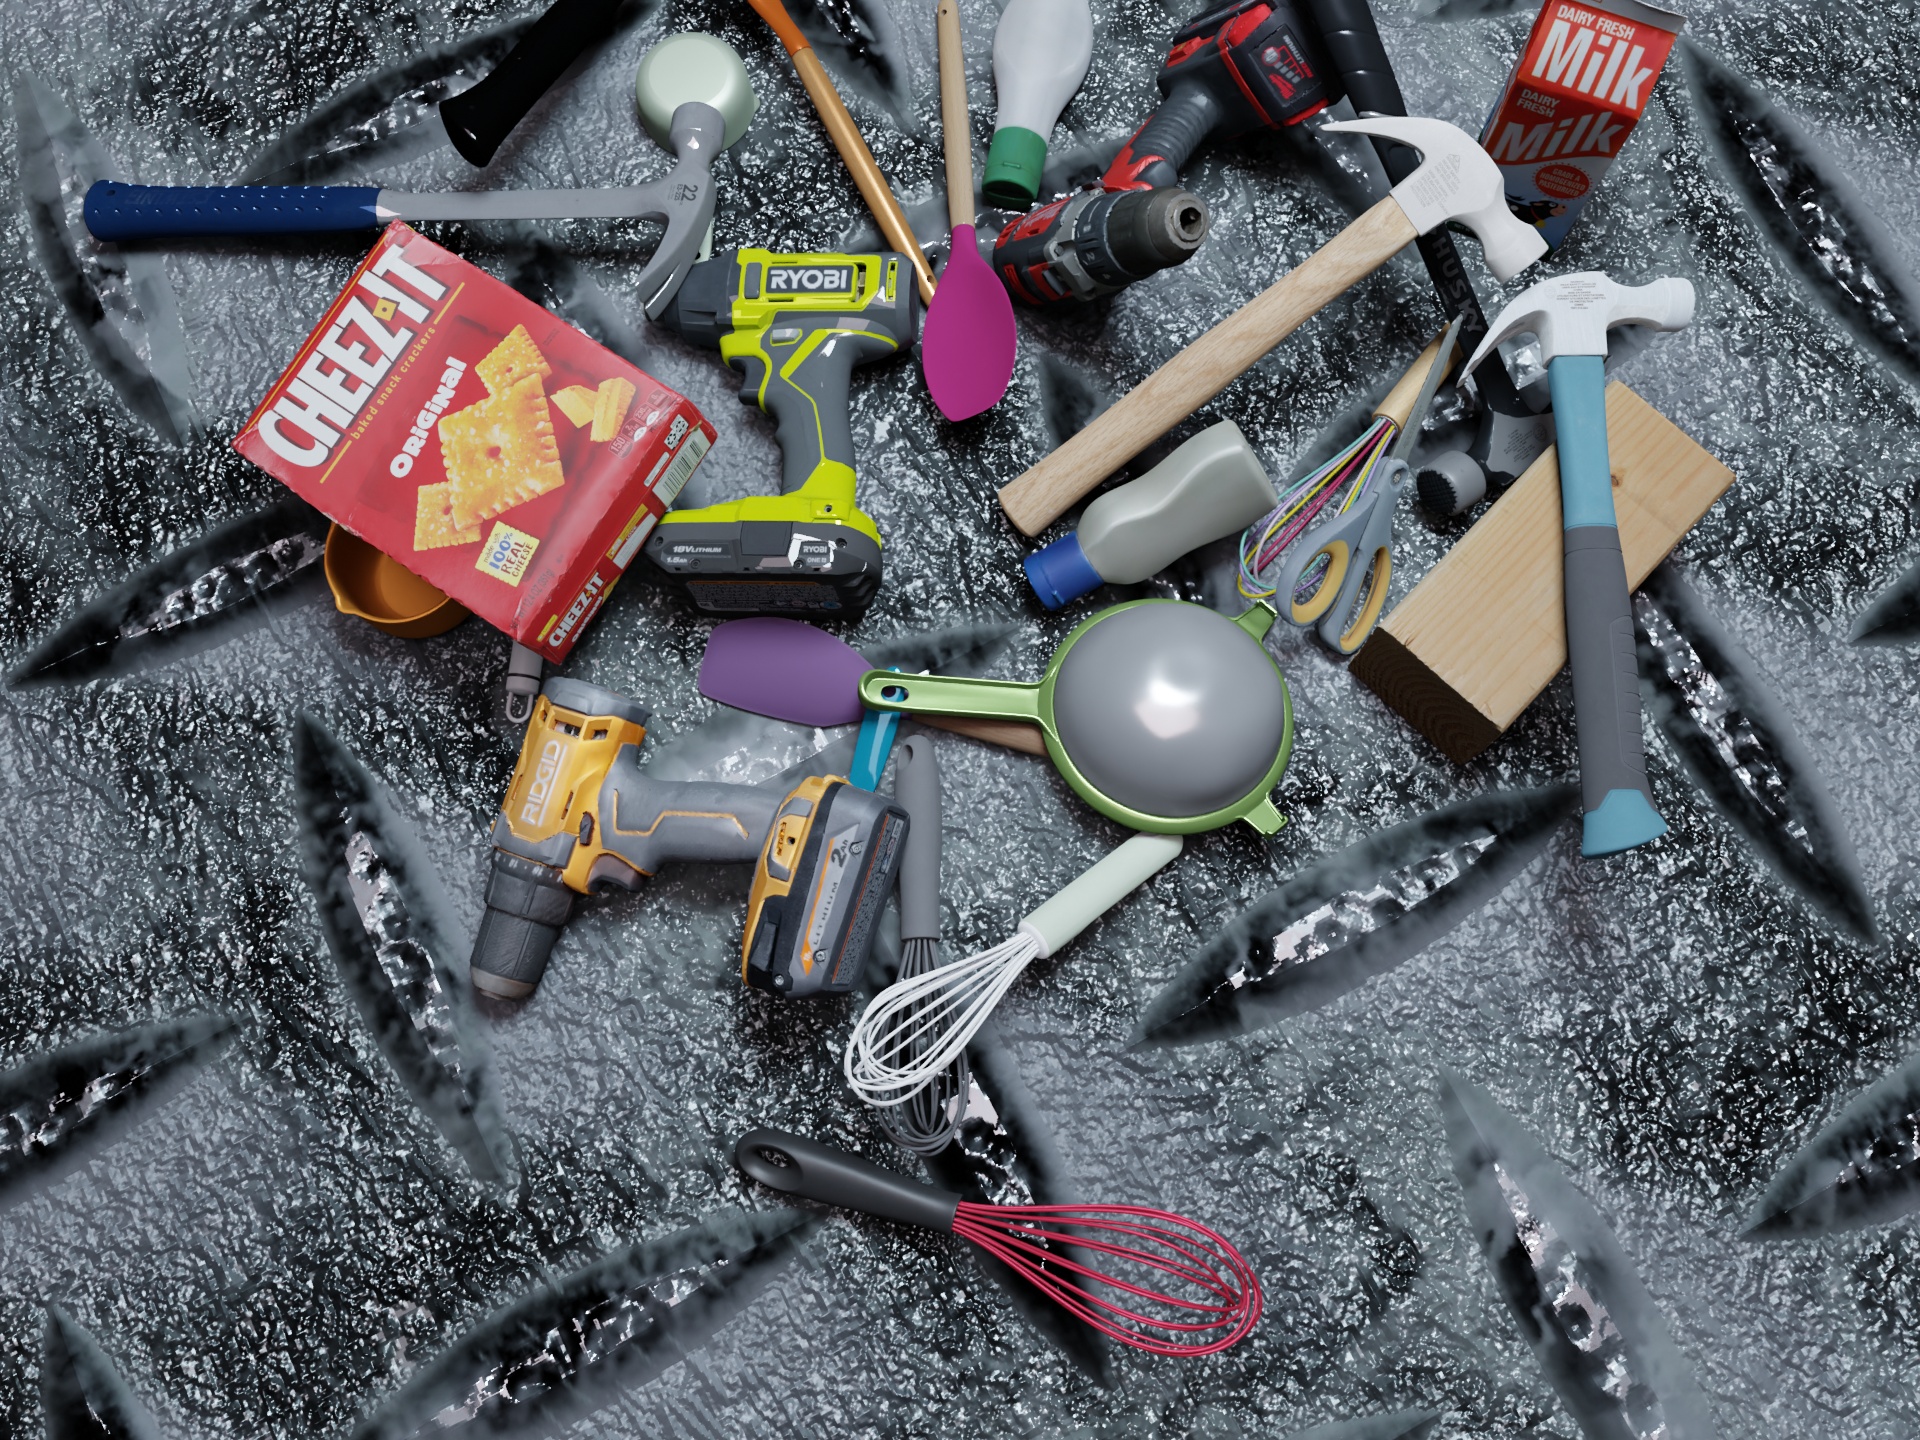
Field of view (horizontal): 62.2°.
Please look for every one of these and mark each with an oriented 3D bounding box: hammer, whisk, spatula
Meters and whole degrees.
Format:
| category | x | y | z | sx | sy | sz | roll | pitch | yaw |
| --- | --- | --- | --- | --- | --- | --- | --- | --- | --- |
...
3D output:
| category | x | y | z | sx | sy | sz | roll | pitch | yaw |
| --- | --- | --- | --- | --- | --- | --- | --- | --- | --- |
| hammer | 0.257 | -0.332 | 0.922 | 0.149 | 0.036 | 0.408 | -33 | 105 | -18 |
| whisk | 0.245 | -0.166 | 0.971 | 0.051 | 0.047 | 0.245 | 40 | 75 | -2 |
| hammer | -0.353 | -0.317 | 0.995 | 0.405 | 0.035 | 0.144 | 1 | 67 | 8 |
| hammer | 0.157 | -0.218 | 0.916 | 0.331 | 0.031 | 0.130 | -36 | 97 | 19 |
| hammer | -0.220 | -0.473 | 1.021 | 0.146 | 0.035 | 0.335 | 27 | 65 | 6 |
| whisk | 0.035 | 0.126 | 0.870 | 0.246 | 0.058 | 0.059 | -34 | 115 | -27 |
| whisk | -0.024 | 0.123 | 0.901 | 0.055 | 0.055 | 0.239 | -1 | 72 | 0 |
| hammer | 0.343 | -0.089 | 0.859 | 0.128 | 0.033 | 0.331 | 1 | 75 | 1 |
| spatula | -0.087 | -0.409 | 1.013 | 0.081 | 0.041 | 0.322 | -26 | 86 | -31 |
| whisk | 0.016 | 0.272 | 0.858 | 0.296 | 0.073 | 0.073 | 14 | 77 | 11 |
| spatula | -0.001 | -0.003 | 0.943 | 0.316 | 0.018 | 0.060 | 15 | 88 | 5 |

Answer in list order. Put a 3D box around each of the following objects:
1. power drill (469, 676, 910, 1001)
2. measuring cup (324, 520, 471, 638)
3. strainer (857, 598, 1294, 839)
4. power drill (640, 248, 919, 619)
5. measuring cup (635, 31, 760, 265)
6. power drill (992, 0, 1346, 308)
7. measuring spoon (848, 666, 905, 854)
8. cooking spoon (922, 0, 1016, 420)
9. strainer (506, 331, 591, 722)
| category | x | y | z | sx | sy | sz | roll | pitch | yaw |
| --- | --- | --- | --- | --- | --- | --- | --- | --- | --- |
| power drill | -0.161 | 0.090 | 0.884 | 0.226 | 0.084 | 0.185 | 17 | 84 | 16 |
| measuring cup | -0.360 | -0.119 | 0.962 | 0.174 | 0.052 | 0.095 | 39 | 80 | 12 |
| strainer | 0.070 | -0.019 | 0.904 | 0.256 | 0.069 | 0.152 | 4 | 66 | -3 |
| power drill | -0.117 | -0.179 | 0.962 | 0.171 | 0.080 | 0.223 | 1 | 73 | 6 |
| measuring cup | -0.173 | -0.368 | 1.026 | 0.083 | 0.038 | 0.168 | -2 | 74 | 0 |
| power drill | 0.134 | -0.337 | 0.945 | 0.227 | 0.188 | 0.080 | -48 | 114 | -12 |
| measuring spoon | -0.056 | 0.029 | 0.925 | 0.042 | 0.021 | 0.128 | 16 | 87 | 6 |
| cooking spoon | 0.001 | -0.331 | 1.007 | 0.069 | 0.017 | 0.319 | -17 | 65 | 32 |
| strainer | -0.249 | -0.125 | 0.969 | 0.087 | 0.050 | 0.258 | 8 | 79 | -12 |
